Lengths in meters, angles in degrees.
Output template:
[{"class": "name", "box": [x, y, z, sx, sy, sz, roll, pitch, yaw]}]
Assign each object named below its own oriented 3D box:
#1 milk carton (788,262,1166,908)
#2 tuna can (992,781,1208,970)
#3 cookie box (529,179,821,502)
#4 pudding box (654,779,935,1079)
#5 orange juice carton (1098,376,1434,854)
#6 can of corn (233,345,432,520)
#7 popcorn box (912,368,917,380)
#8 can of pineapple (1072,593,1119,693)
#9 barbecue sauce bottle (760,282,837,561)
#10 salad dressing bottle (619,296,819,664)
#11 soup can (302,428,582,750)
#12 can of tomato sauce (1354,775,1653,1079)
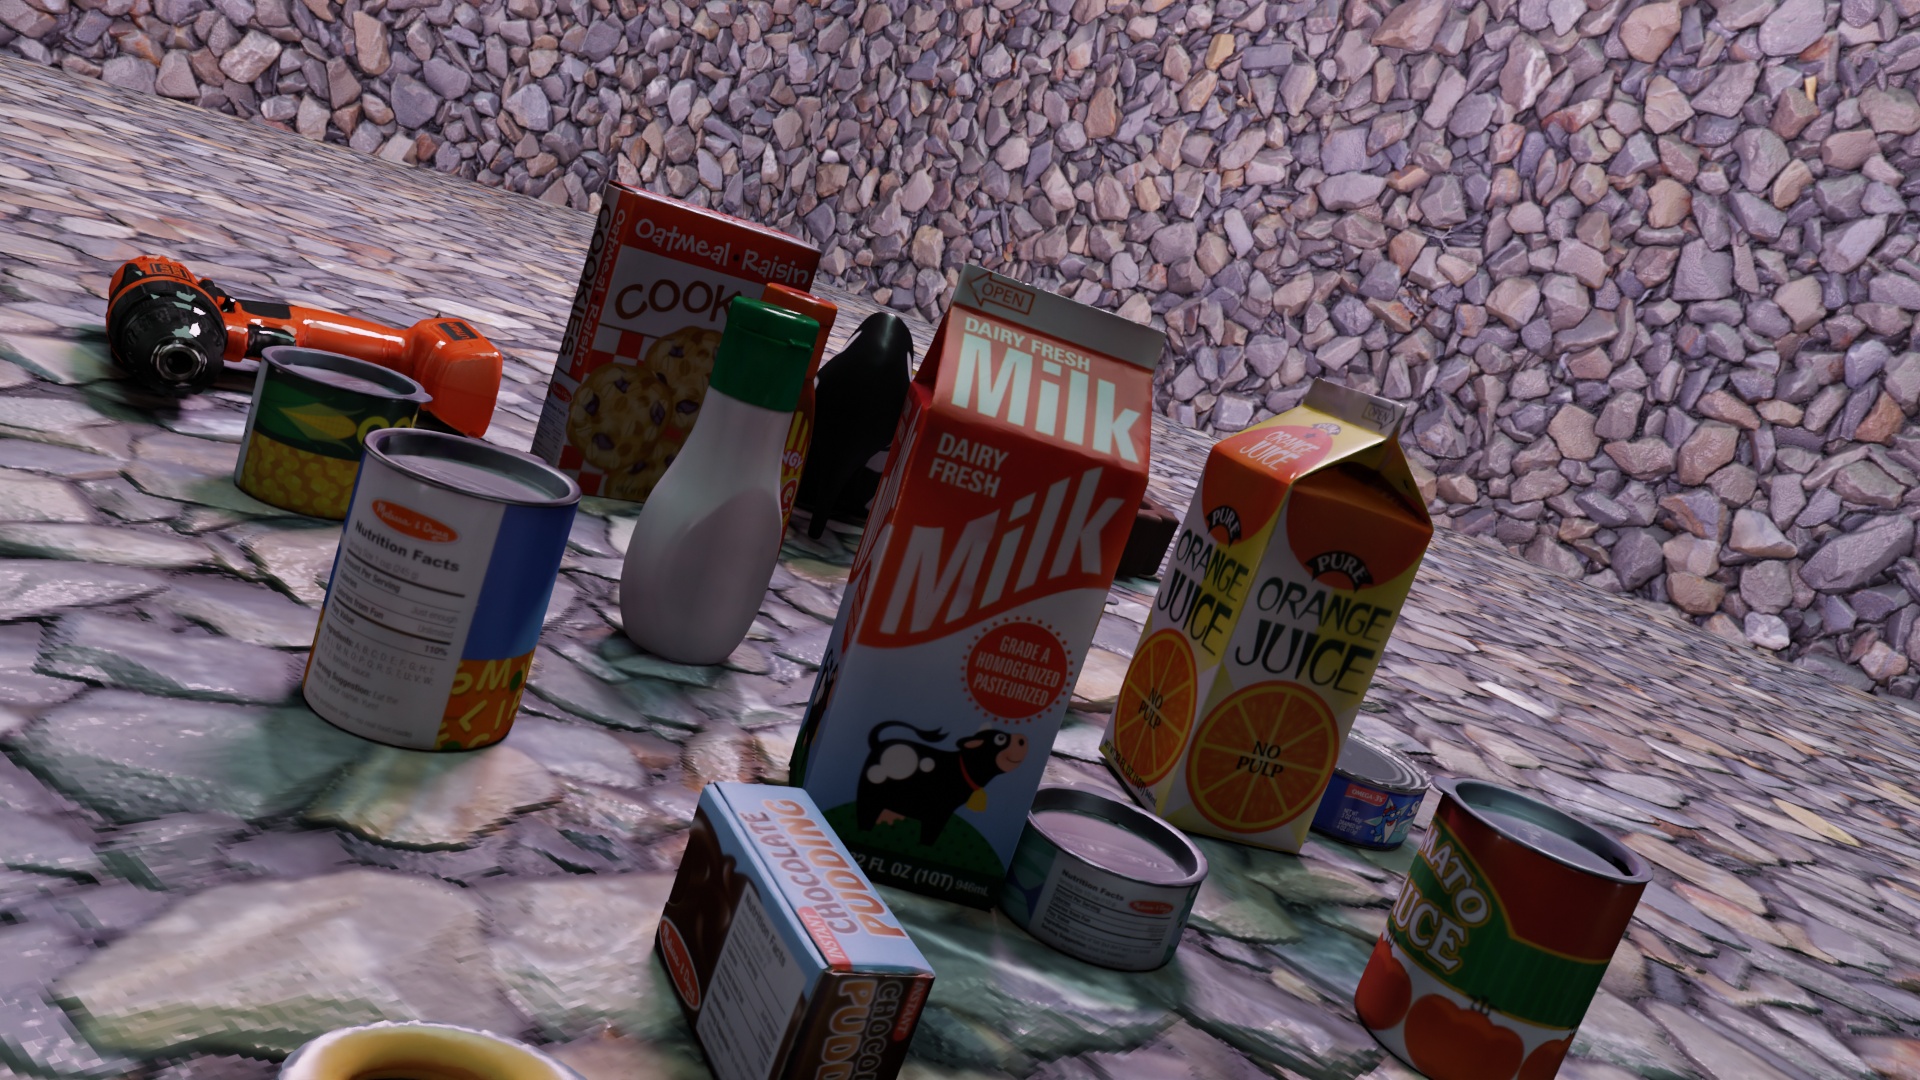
[{"class": "milk carton", "box": [0.004, 0.012, 0.452, 0.072, 0.190, 0.073, 17, 11, -10]}, {"class": "tuna can", "box": [0.045, 0.109, 0.462, 0.071, 0.032, 0.071, 18, 11, -4]}, {"class": "cookie box", "box": [-0.161, -0.105, 0.786, 0.123, 0.167, 0.040, 9, 15, -43]}, {"class": "pudding box", "box": [-0.043, 0.098, 0.330, 0.030, 0.049, 0.084, 12, 13, -32]}, {"class": "orange juice carton", "box": [0.133, 0.027, 0.590, 0.073, 0.192, 0.072, 15, 12, -19]}, {"class": "can of corn", "box": [-0.273, -0.046, 0.606, 0.071, 0.058, 0.071, 19, 11, -4]}, {"class": "popcorn box", "box": [-0.058, -0.094, 1.112, 0.038, 0.085, 0.127, 17, 12, -13]}, {"class": "can of pineapple", "box": [0.035, 0.044, 0.688, 0.071, 0.057, 0.071, 19, 11, -4]}, {"class": "barbecue sauce bottle", "box": [-0.100, -0.049, 0.676, 0.044, 0.148, 0.065, 25, 12, 29]}, {"class": "salad dressing bottle", "box": [-0.096, -0.024, 0.568, 0.044, 0.147, 0.064, 28, 14, 38]}, {"class": "soup can", "box": [-0.163, 0.014, 0.441, 0.071, 0.083, 0.071, 19, 11, -4]}, {"class": "can of tomato sauce", "box": [0.173, 0.129, 0.454, 0.071, 0.083, 0.071, 19, 11, -4]}]
